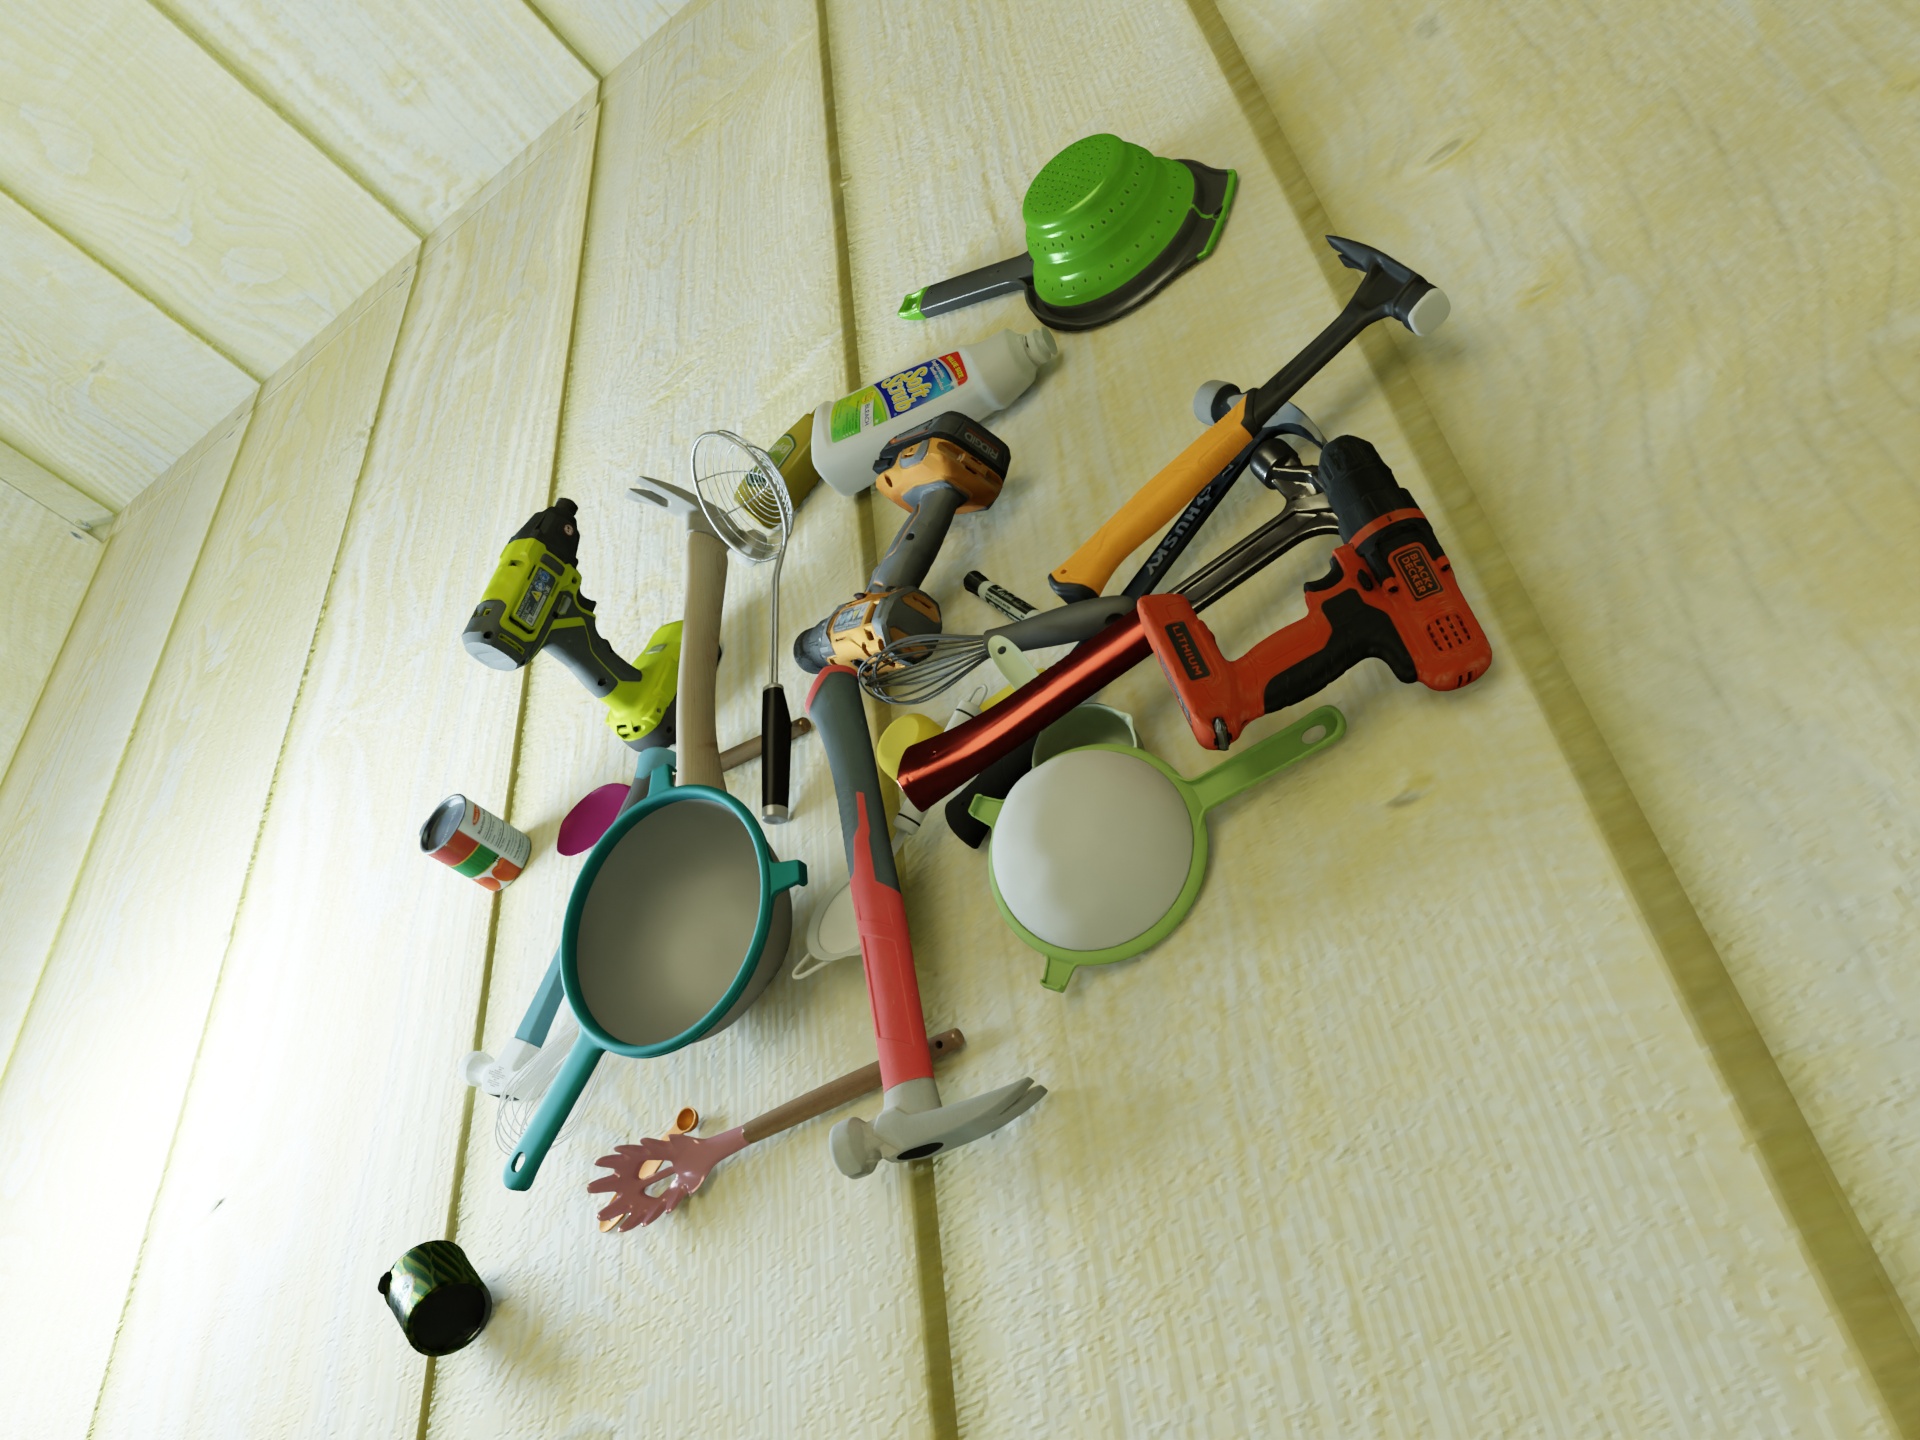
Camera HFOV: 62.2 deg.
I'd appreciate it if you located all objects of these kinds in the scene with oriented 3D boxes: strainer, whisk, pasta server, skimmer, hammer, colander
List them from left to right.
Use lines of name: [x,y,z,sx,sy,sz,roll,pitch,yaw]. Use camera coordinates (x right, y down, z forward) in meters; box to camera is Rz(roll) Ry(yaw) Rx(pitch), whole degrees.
hammer: [-0.330,0.174,1.393,0.128,0.033,0.331,4,66,46]
whisk: [-0.281,0.230,1.294,0.070,0.070,0.285,15,65,50]
strainer: [-0.235,0.218,1.230,0.211,0.095,0.340,30,90,40]
hammer: [-0.243,-0.061,1.429,0.038,0.146,0.411,-43,36,32]
skimmer: [-0.192,-0.084,1.386,0.127,0.090,0.364,133,139,-56]
pasta server: [-0.132,0.282,1.115,0.316,0.040,0.060,-29,76,22]
hammer: [-0.046,0.112,1.109,0.143,0.038,0.387,-24,53,15]
strainer: [-0.042,0.085,1.175,0.087,0.050,0.258,15,73,55]
whisk: [0.025,-0.054,1.187,0.239,0.055,0.055,-14,49,30]
colander: [0.064,-0.458,1.504,0.397,0.094,0.205,-4,56,43]
hammer: [0.122,-0.076,1.172,0.409,0.036,0.149,-53,38,-4]
hammer: [0.115,-0.045,1.079,0.359,0.036,0.149,-35,53,3]
strainer: [0.123,0.051,1.007,0.256,0.069,0.152,-30,60,12]
hammer: [0.191,-0.211,1.158,0.337,0.034,0.127,-43,41,8]

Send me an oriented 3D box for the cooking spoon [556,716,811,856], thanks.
cooking spoon: [-0.258,0.058,1.448,0.319,0.017,0.069,-24,48,30]

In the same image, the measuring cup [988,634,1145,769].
measuring cup: [0.069,0.000,1.123,0.083,0.038,0.168,-39,54,4]

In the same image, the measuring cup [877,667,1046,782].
measuring cup: [-0.002,-0.004,1.234,0.156,0.029,0.062,-33,40,23]

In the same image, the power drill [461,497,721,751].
power drill: [-0.335,-0.086,1.477,0.080,0.223,0.171,-6,55,42]

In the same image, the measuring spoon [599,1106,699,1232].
measuring spoon: [-0.233,0.338,1.192,0.117,0.011,0.021,-52,45,2]

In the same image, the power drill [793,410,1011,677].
power drill: [-0.059,-0.138,1.363,0.185,0.084,0.226,-10,54,56]
